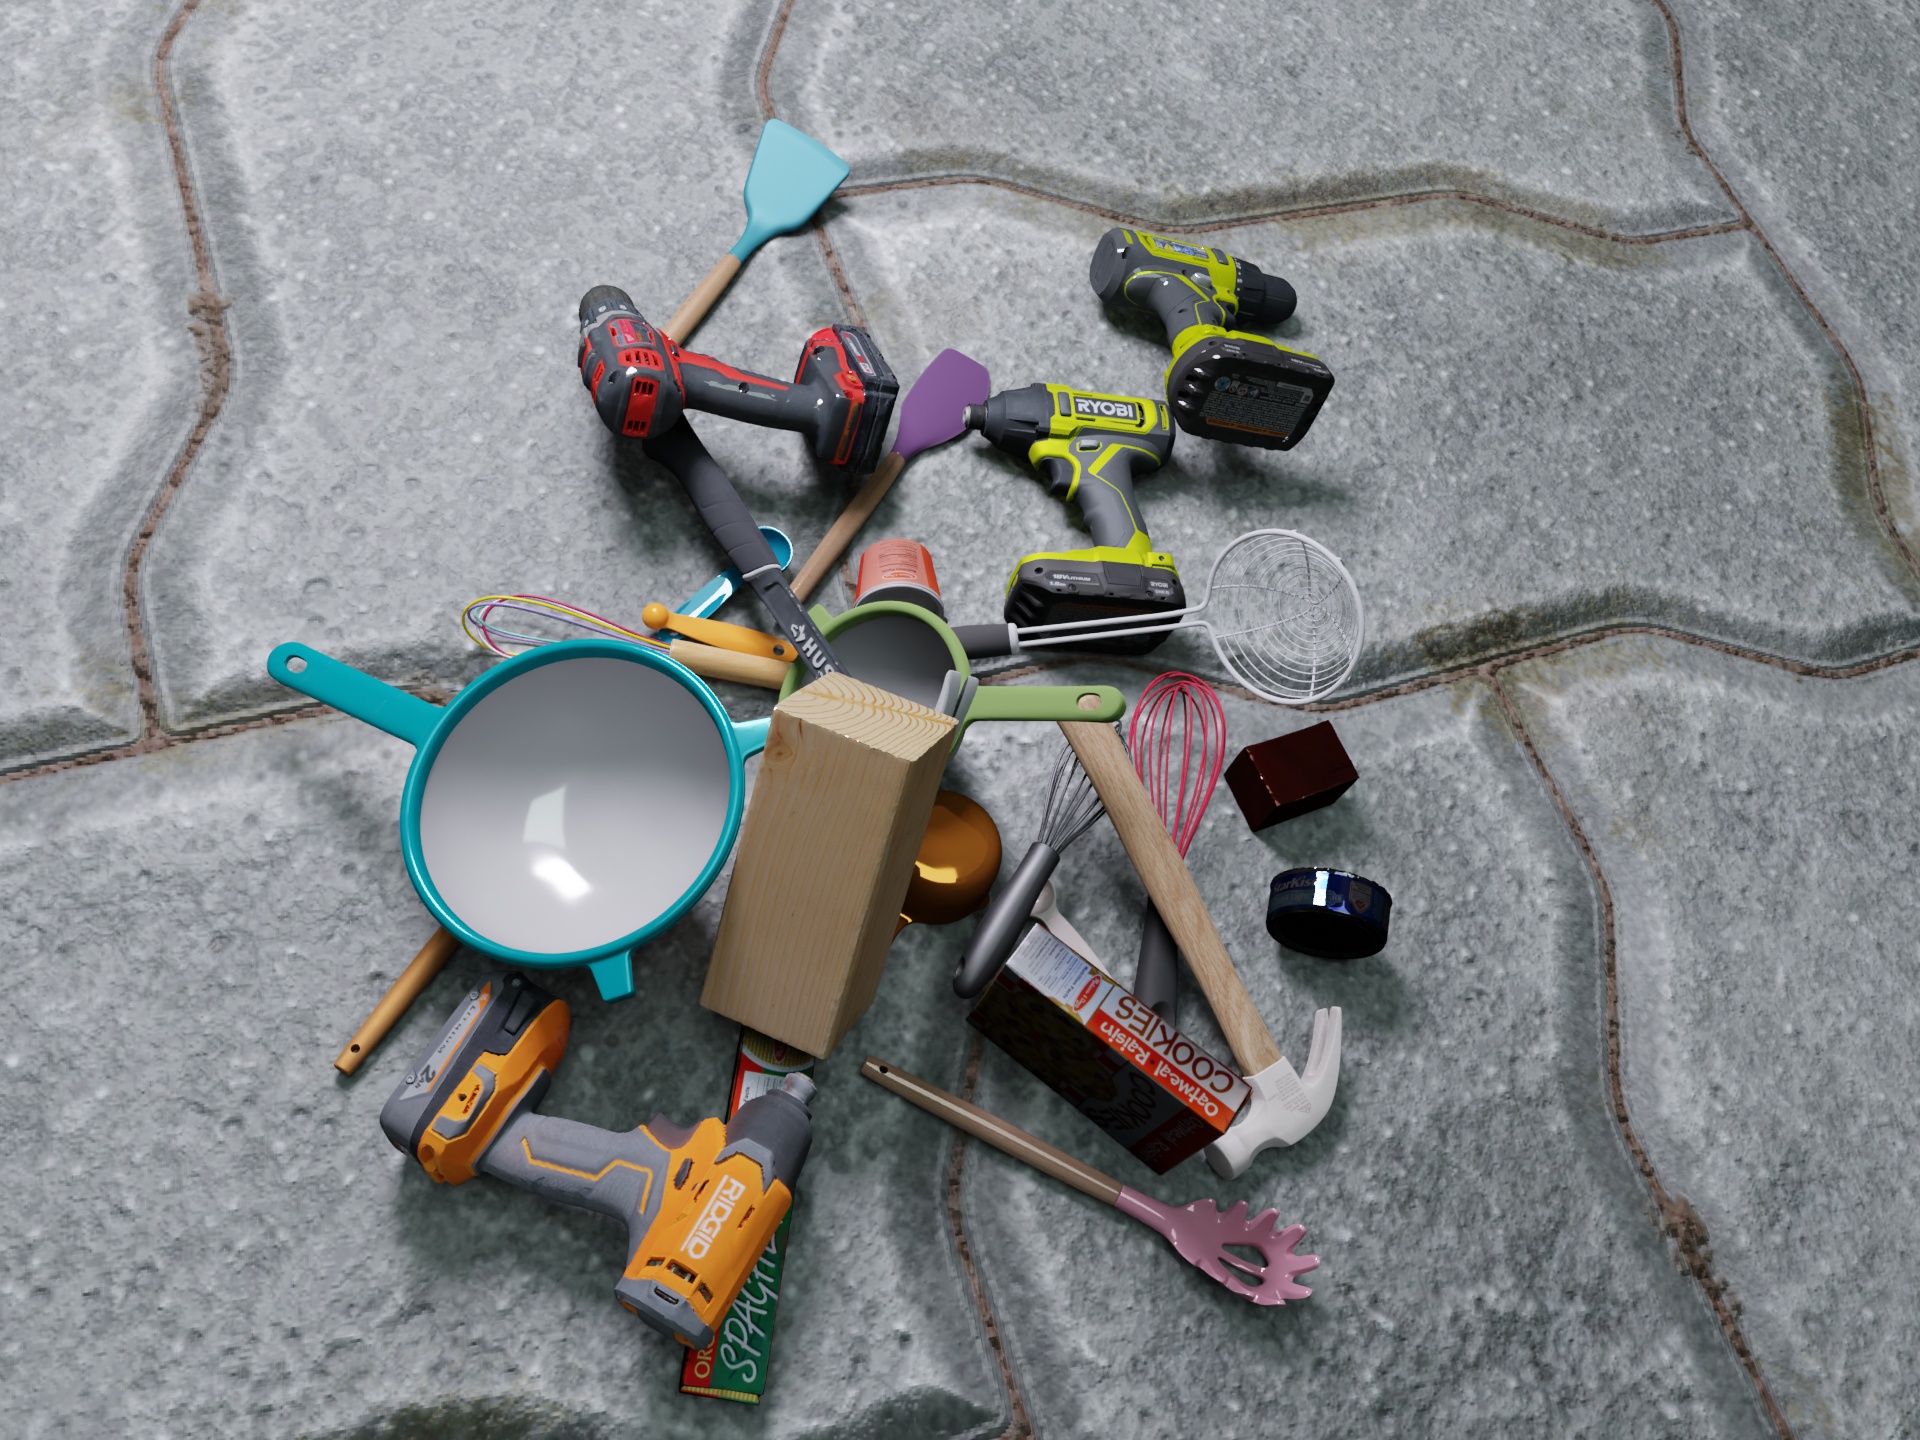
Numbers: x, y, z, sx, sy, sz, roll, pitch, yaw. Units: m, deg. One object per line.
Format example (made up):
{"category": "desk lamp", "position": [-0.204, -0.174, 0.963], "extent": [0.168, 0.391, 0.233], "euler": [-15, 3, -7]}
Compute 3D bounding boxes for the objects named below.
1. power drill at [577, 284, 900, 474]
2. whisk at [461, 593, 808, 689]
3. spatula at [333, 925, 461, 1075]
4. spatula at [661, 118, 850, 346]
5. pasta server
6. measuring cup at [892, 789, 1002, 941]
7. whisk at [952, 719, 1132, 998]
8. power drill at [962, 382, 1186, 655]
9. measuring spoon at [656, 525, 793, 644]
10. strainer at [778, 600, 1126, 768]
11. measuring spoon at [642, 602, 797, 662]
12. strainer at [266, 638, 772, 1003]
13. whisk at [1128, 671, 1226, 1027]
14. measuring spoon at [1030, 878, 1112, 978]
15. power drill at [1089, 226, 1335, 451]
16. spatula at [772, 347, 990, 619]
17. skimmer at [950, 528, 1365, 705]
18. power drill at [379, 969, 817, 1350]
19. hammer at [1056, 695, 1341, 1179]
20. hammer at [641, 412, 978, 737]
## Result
{"category": "power drill", "position": [-0.178, -0.267, 1.204], "extent": [0.226, 0.080, 0.188], "euler": [3, 35, -25]}
{"category": "whisk", "position": [-0.230, -0.050, 1.134], "extent": [0.245, 0.051, 0.047], "euler": [11, 102, -13]}
{"category": "spatula", "position": [-0.298, 0.092, 1.038], "extent": [0.081, 0.041, 0.323], "euler": [32, 61, 3]}
{"category": "spatula", "position": [-0.199, -0.369, 1.305], "extent": [0.082, 0.044, 0.318], "euler": [31, 61, -5]}
{"category": "pasta server", "position": [0.079, 0.291, 1.026], "extent": [0.316, 0.040, 0.060], "euler": [27, 54, 3]}
{"category": "measuring cup", "position": [-0.037, 0.120, 1.079], "extent": [0.095, 0.052, 0.174], "euler": [35, 58, 6]}
{"category": "whisk", "position": [0.056, 0.092, 1.103], "extent": [0.055, 0.055, 0.239], "euler": [31, 63, 4]}
{"category": "power drill", "position": [0.091, -0.167, 1.253], "extent": [0.171, 0.080, 0.223], "euler": [4, 58, -13]}
{"category": "measuring spoon", "position": [-0.177, -0.095, 1.185], "extent": [0.042, 0.021, 0.128], "euler": [42, 70, 11]}
{"category": "strainer", "position": [-0.002, -0.004, 1.096], "extent": [0.256, 0.069, 0.151], "euler": [0, 73, 25]}
{"category": "measuring spoon", "position": [-0.174, -0.063, 1.159], "extent": [0.117, 0.011, 0.021], "euler": [16, 78, -13]}
{"category": "strainer", "position": [-0.287, 0.038, 1.011], "extent": [0.340, 0.095, 0.211], "euler": [23, 71, 15]}
{"category": "whisk", "position": [0.146, 0.100, 1.135], "extent": [0.073, 0.073, 0.296], "euler": [11, 67, -8]}
{"category": "measuring spoon", "position": [0.075, 0.159, 1.112], "extent": [0.034, 0.018, 0.124], "euler": [-32, 80, -29]}
{"category": "power drill", "position": [0.226, -0.327, 1.343], "extent": [0.190, 0.080, 0.229], "euler": [6, 42, -21]}
{"category": "spatula", "position": [-0.060, -0.189, 1.258], "extent": [0.060, 0.018, 0.316], "euler": [31, 59, 3]}
{"category": "skimmer", "position": [0.097, -0.059, 1.131], "extent": [0.363, 0.090, 0.127], "euler": [-6, 106, 5]}
{"category": "power drill", "position": [-0.203, 0.241, 0.942], "extent": [0.226, 0.084, 0.164], "euler": [28, 62, 10]}
{"category": "hammer", "position": [0.156, 0.133, 1.085], "extent": [0.130, 0.031, 0.331], "euler": [-26, 87, -24]}
{"category": "hammer", "position": [-0.129, -0.095, 1.119], "extent": [0.036, 0.149, 0.409], "euler": [17, 31, -52]}
